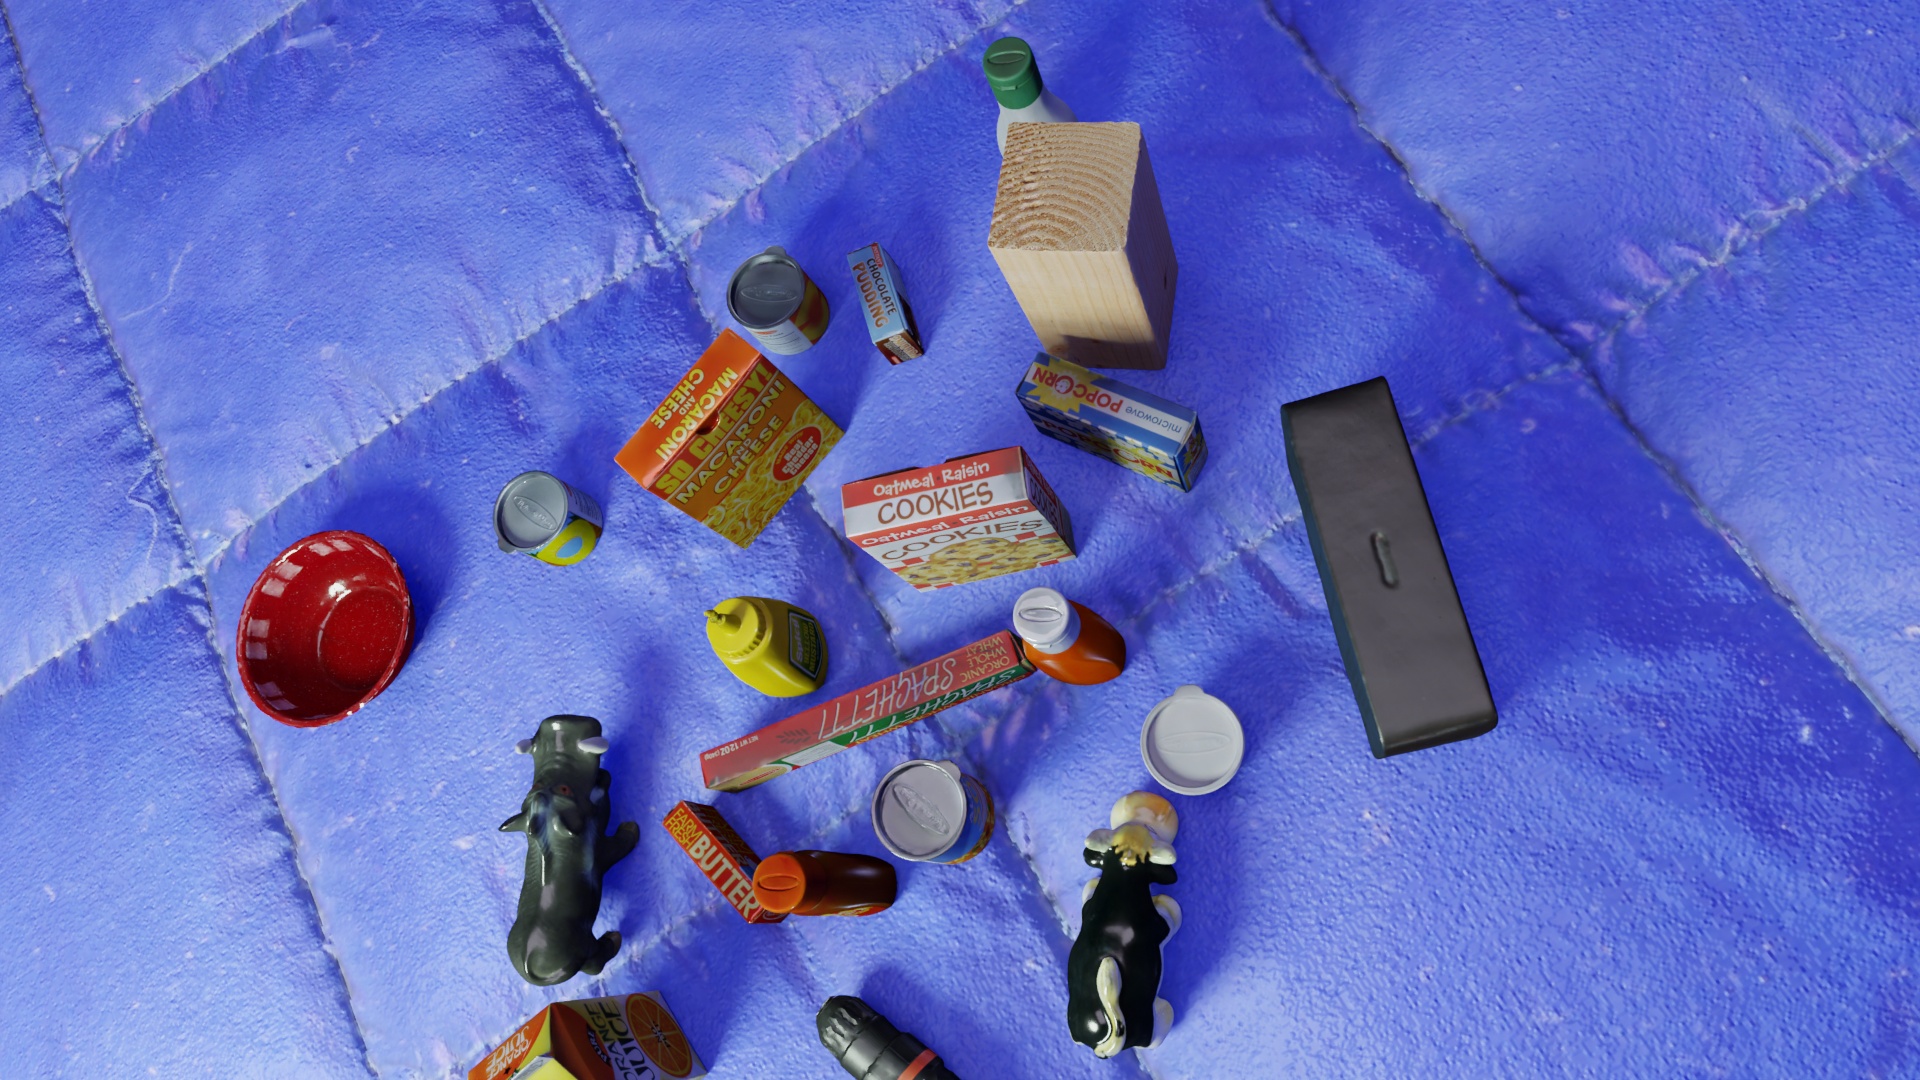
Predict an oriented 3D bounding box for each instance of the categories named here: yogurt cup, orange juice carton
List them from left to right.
[{"bbox_3d":[-0.251,0.352,0.912,0.072,0.192,0.073,-40,69,3],"label":"orange juice carton"},{"bbox_3d":[0.158,0.138,0.933,0.072,0.054,0.072,-4,74,15],"label":"yogurt cup"}]

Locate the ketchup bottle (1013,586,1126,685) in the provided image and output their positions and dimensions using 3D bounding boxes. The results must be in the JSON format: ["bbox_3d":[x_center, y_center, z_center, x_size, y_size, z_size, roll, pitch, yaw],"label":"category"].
[{"bbox_3d":[0.069,0.065,0.927,0.065,0.148,0.043,0,76,16],"label":"ketchup bottle"}]

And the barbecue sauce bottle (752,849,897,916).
[{"bbox_3d":[-0.093,0.229,0.927,0.065,0.148,0.044,-4,75,15],"label":"barbecue sauce bottle"}]

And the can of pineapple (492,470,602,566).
[{"bbox_3d":[-0.330,-0.015,1.109,0.071,0.058,0.071,-4,74,15],"label":"can of pineapple"}]

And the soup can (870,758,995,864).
[{"bbox_3d":[-0.015,0.185,0.952,0.071,0.083,0.071,-4,74,15],"label":"soup can"}]

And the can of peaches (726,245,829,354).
[{"bbox_3d":[-0.143,-0.190,1.106,0.071,0.058,0.071,-4,74,15],"label":"can of peaches"}]

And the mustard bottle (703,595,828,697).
[{"bbox_3d":[-0.140,0.070,0.977,0.049,0.160,0.065,-9,73,13],"label":"mustard bottle"}]

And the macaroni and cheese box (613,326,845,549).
[{"bbox_3d":[-0.163,-0.070,1.019,0.040,0.166,0.124,39,88,21],"label":"macaroni and cheese box"}]

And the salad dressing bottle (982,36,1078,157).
[{"bbox_3d":[0.052,-0.319,1.039,0.064,0.147,0.044,-1,75,15],"label":"salad dressing bottle"}]

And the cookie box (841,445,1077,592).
[{"bbox_3d":[0.003,-0.012,0.957,0.123,0.167,0.040,-12,73,12],"label":"cookie box"}]

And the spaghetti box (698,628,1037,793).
[{"bbox_3d":[-0.066,0.125,1.001,0.250,0.050,0.029,-23,71,8],"label":"spaghetti box"}]

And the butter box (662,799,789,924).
[{"bbox_3d":[-0.166,0.231,0.997,0.104,0.053,0.024,42,90,21],"label":"butter box"}]

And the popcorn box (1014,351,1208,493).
[{"bbox_3d":[0.110,-0.084,0.991,0.127,0.085,0.038,24,83,20],"label":"popcorn box"}]

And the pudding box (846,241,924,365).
[{"bbox_3d":[-0.058,-0.185,1.085,0.030,0.049,0.084,-21,71,9],"label":"pudding box"}]
